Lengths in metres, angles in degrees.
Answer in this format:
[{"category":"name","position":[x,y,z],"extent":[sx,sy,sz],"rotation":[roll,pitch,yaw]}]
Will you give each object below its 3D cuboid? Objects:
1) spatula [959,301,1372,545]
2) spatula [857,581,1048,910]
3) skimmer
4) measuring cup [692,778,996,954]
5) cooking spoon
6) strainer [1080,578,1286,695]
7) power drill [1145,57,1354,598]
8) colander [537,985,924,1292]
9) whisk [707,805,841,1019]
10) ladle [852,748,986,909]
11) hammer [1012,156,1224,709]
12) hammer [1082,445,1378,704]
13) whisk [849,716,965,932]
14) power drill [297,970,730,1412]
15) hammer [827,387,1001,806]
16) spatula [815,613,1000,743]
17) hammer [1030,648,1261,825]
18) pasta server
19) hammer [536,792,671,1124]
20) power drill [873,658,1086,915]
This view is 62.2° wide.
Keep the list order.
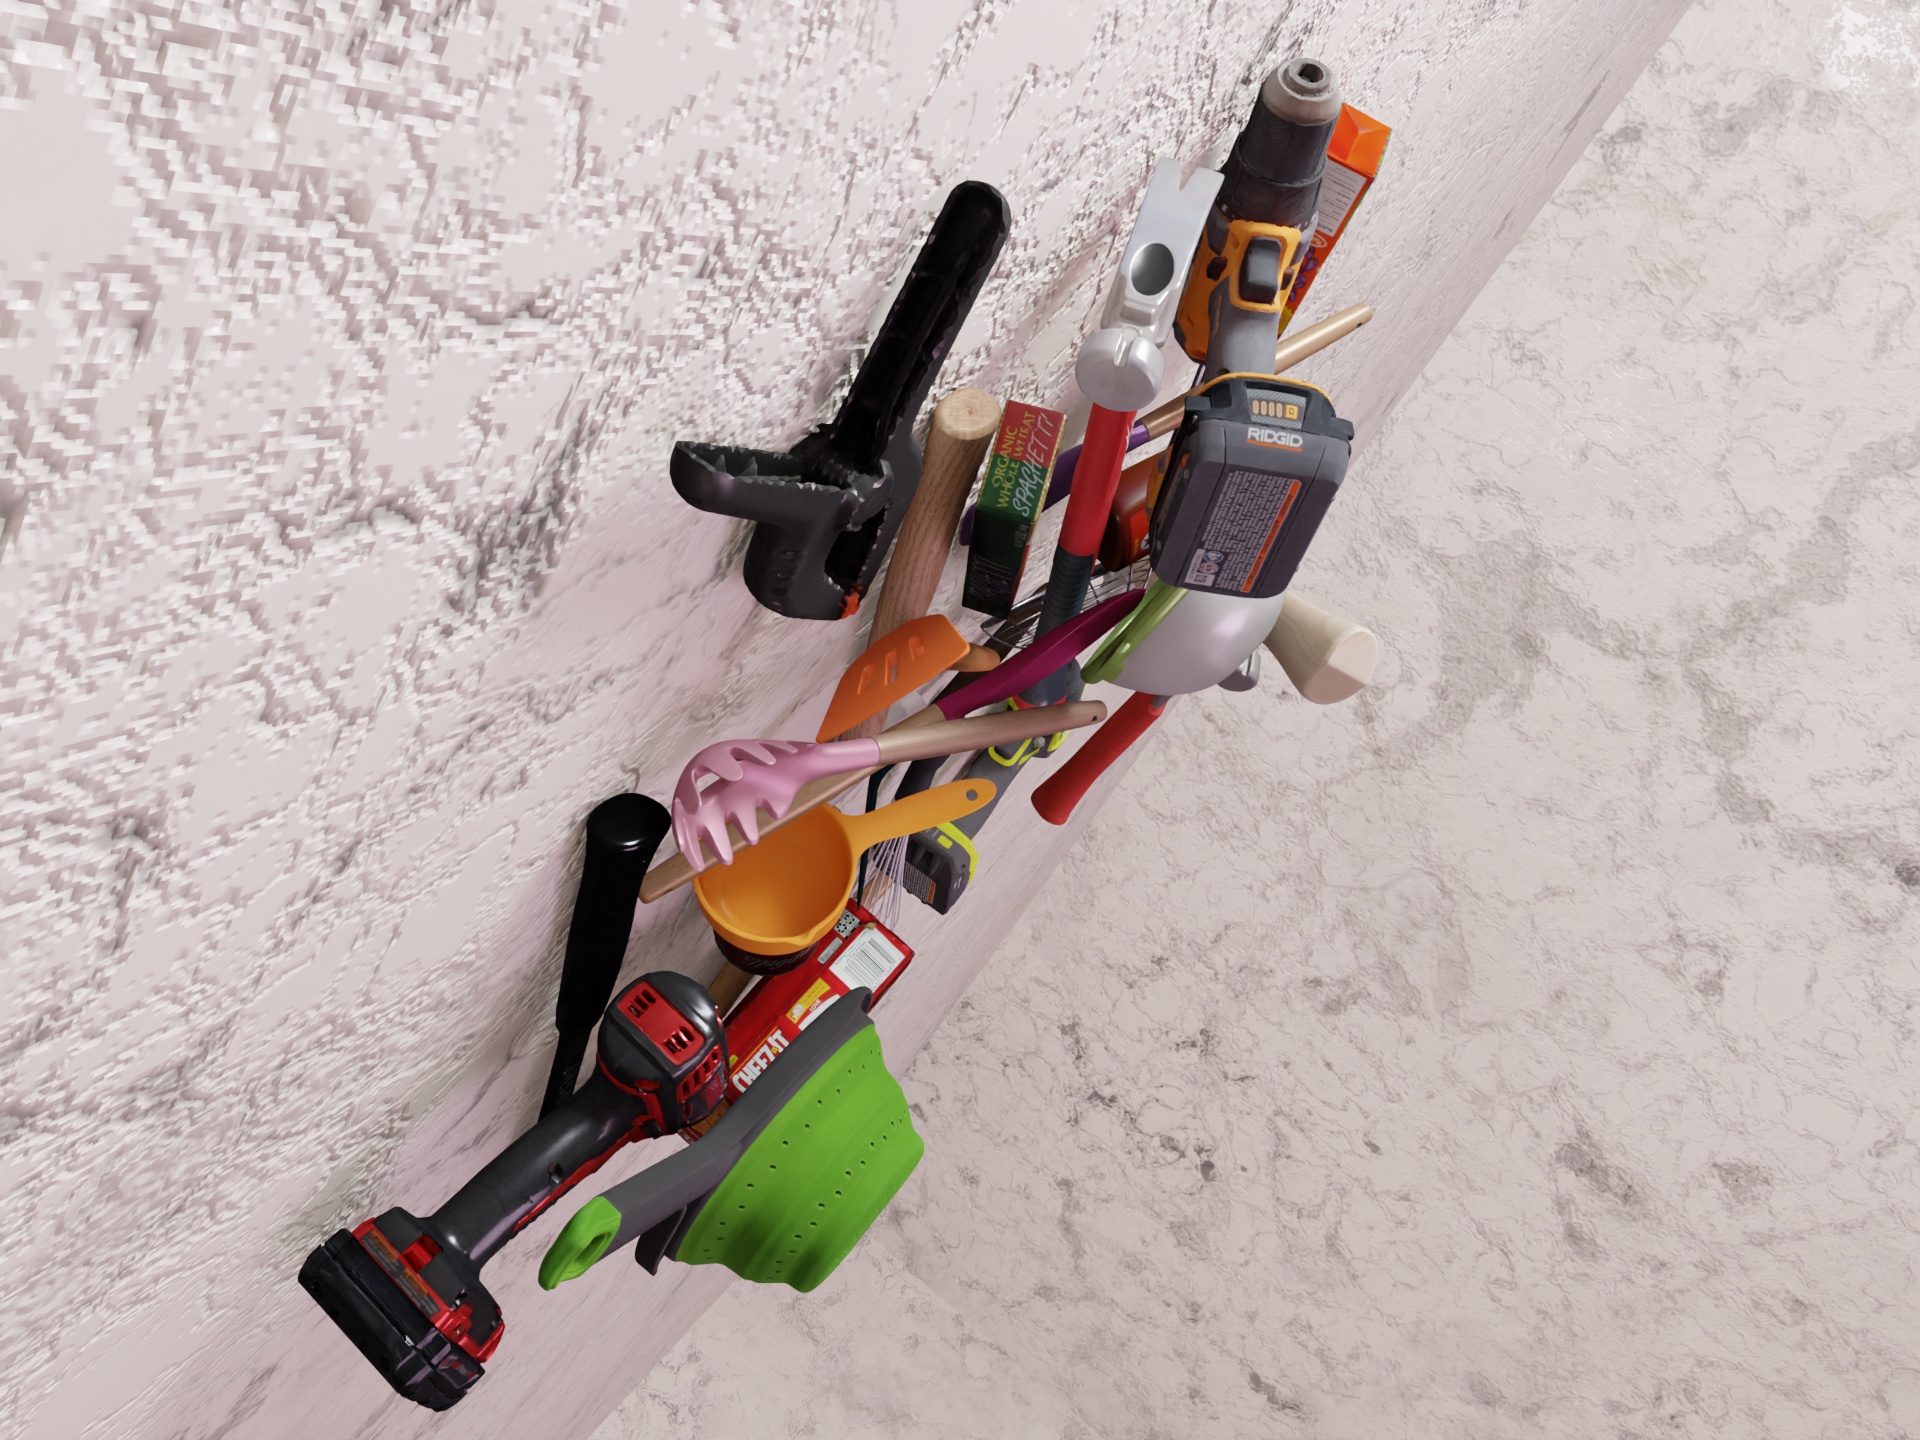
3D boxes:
[{"category":"spatula","position":[0.128,-0.182,0.951],"extent":[0.316,0.018,0.059],"rotation":[-31,161,-19]},{"category":"spatula","position":[-0.002,-0.003,1.086],"extent":[0.317,0.044,0.082],"rotation":[-50,159,-41]},{"category":"skimmer","position":[0.113,-0.196,1.016],"extent":[0.127,0.090,0.363],"rotation":[-32,148,-55]},{"category":"measuring cup","position":[-0.063,0.071,0.876],"extent":[0.173,0.095,0.052],"rotation":[-18,162,-16]},{"category":"cooking spoon","position":[-0.032,0.010,0.850],"extent":[0.319,0.017,0.068],"rotation":[-31,169,-13]},{"category":"strainer","position":[0.142,-0.057,0.990],"extent":[0.151,0.069,0.256],"rotation":[-48,179,-4]},{"category":"power drill","position":[0.152,-0.200,0.809],"extent":[0.185,0.084,0.226],"rotation":[103,-5,-60]},{"category":"colander","position":[-0.104,0.259,0.854],"extent":[0.204,0.094,0.397],"rotation":[-52,169,4]},{"category":"whisk","position":[-0.127,0.132,1.073],"extent":[0.051,0.047,0.245],"rotation":[-42,171,-49]},{"category":"ladle","position":[-0.046,0.120,1.419],"extent":[0.315,0.031,0.069],"rotation":[-46,171,-19]},{"category":"hammer","position":[0.073,-0.123,0.878],"extent":[0.386,0.038,0.143],"rotation":[101,8,-62]},{"category":"hammer","position":[0.182,-0.096,1.075],"extent":[0.146,0.038,0.411],"rotation":[-63,-162,8]},{"category":"whisk","position":[-0.054,0.089,1.211],"extent":[0.070,0.070,0.284],"rotation":[-39,158,-52]},{"category":"power drill","position":[-0.204,0.228,0.793],"extent":[0.220,0.078,0.143],"rotation":[-43,164,-24]},{"category":"hammer","position":[-0.035,-0.051,0.851],"extent":[0.130,0.031,0.331],"rotation":[-46,168,-33]},{"category":"spatula","position":[-0.008,-0.028,0.845],"extent":[0.081,0.041,0.322],"rotation":[-31,175,10]},{"category":"hammer","position":[0.144,-0.016,1.255],"extent":[0.359,0.036,0.149],"rotation":[129,-22,-55]},{"category":"pasta server","position":[-0.022,0.017,0.802],"extent":[0.316,0.040,0.060],"rotation":[-10,135,-47]},{"category":"hammer","position":[-0.207,0.165,0.839],"extent":[0.149,0.036,0.408],"rotation":[-42,166,-40]},{"category":"power drill","position":[0.024,0.042,1.328],"extent":[0.223,0.080,0.171],"rotation":[-53,171,-18]}]
